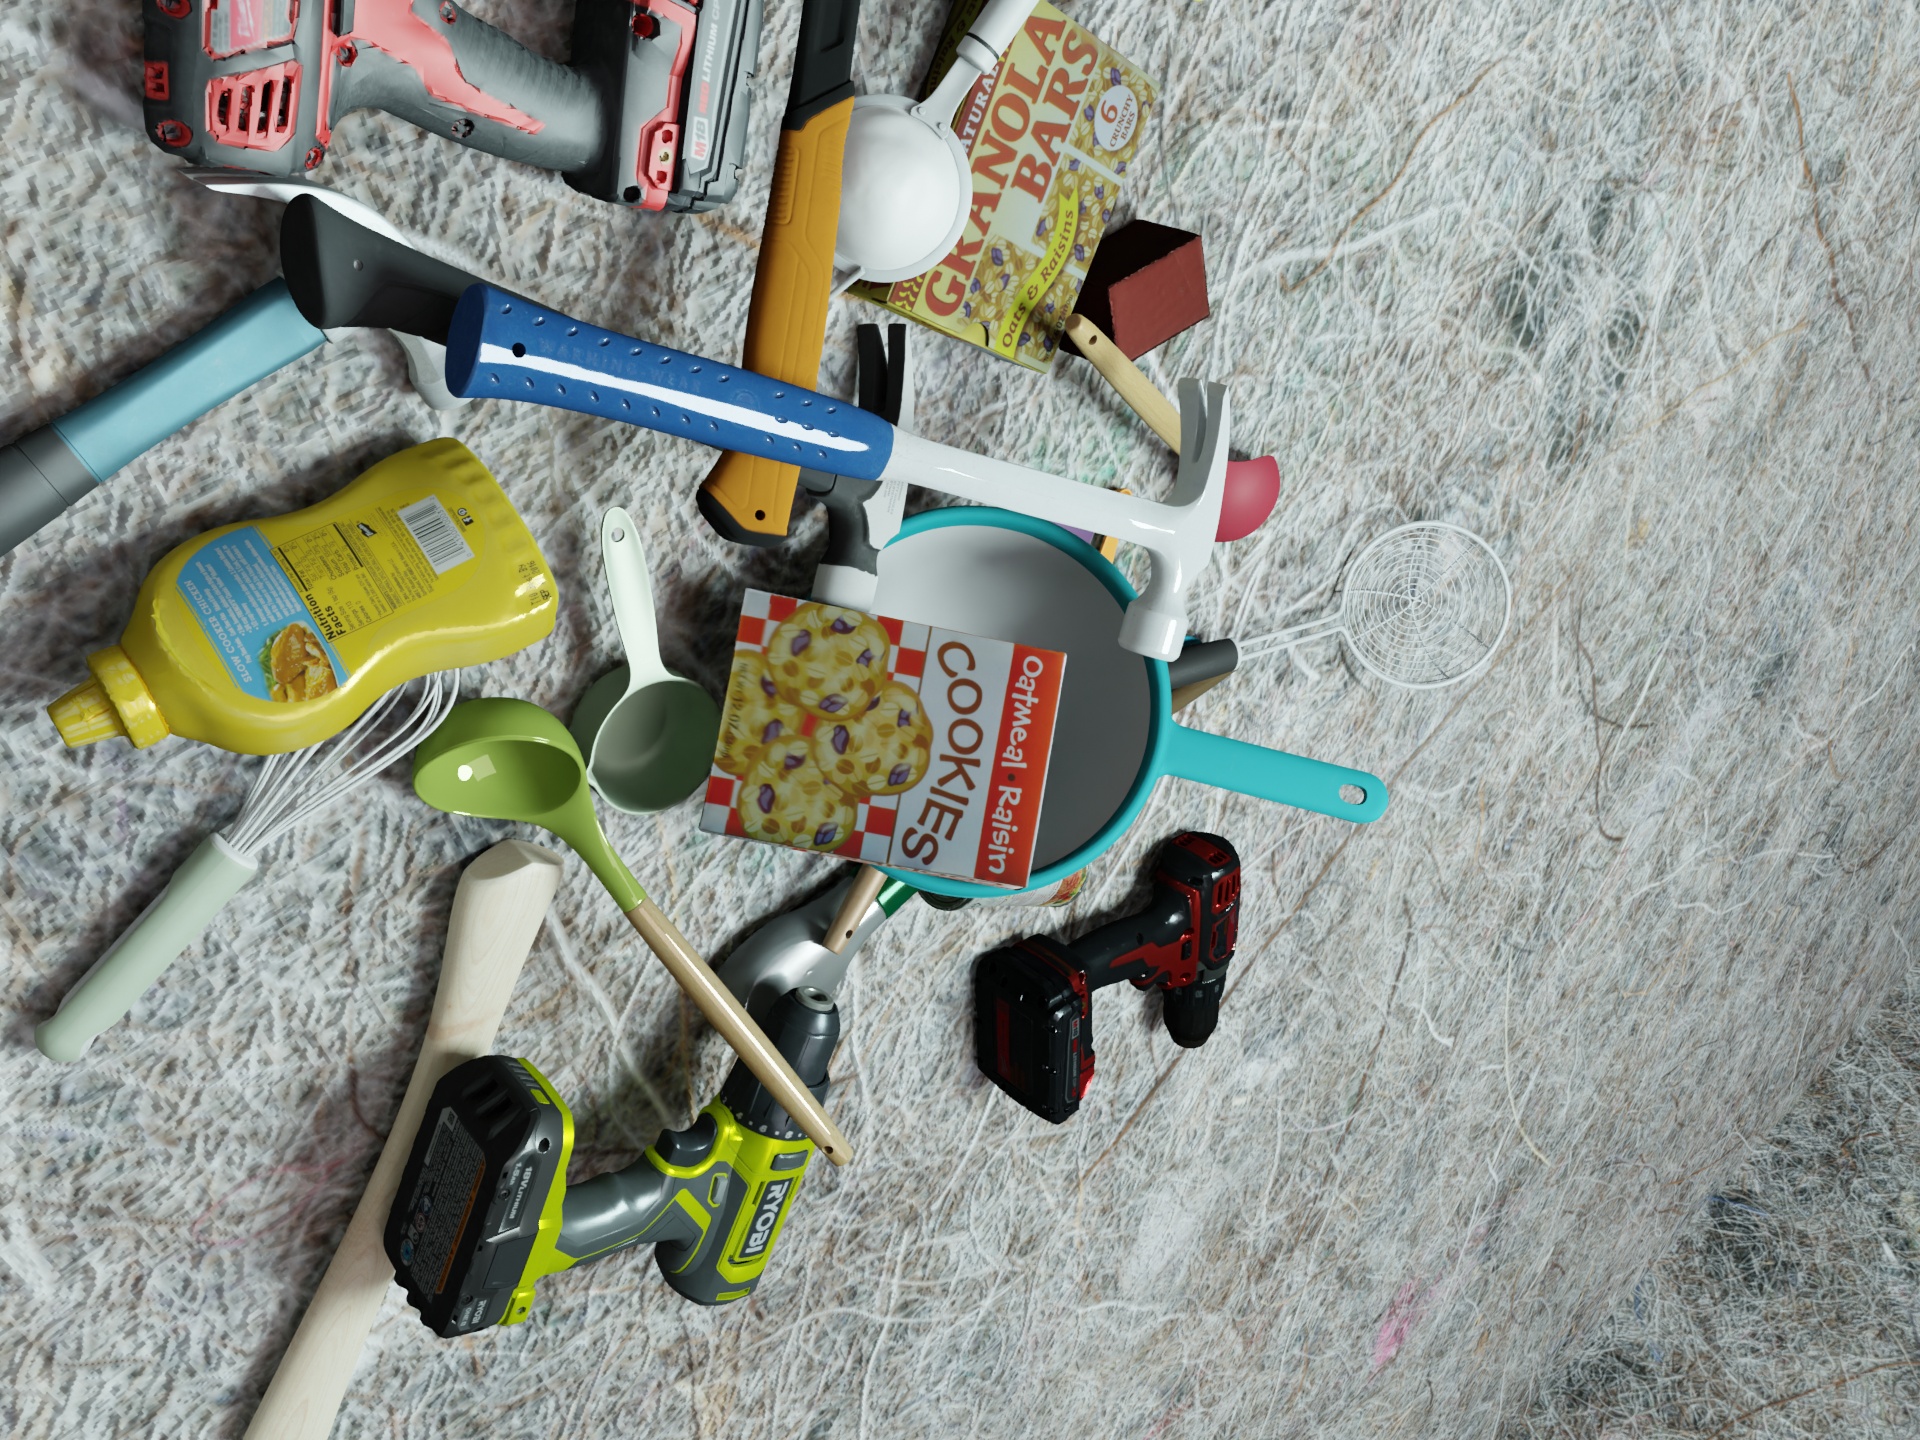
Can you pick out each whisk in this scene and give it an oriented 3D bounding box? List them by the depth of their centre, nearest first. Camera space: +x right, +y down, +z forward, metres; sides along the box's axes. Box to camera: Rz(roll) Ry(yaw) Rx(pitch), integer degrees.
[{"bbox_3d":[-0.313,0.050,0.696,0.059,0.058,0.246,42,84,-13],"label":"whisk"}]

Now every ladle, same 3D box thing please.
[{"bbox_3d":[-0.149,0.117,0.787,0.078,0.062,0.320,-26,112,23],"label":"ladle"},{"bbox_3d":[0.132,-0.170,0.948,0.069,0.031,0.315,-52,150,8],"label":"ladle"}]

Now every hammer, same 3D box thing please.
[{"bbox_3d":[-0.341,-0.090,0.592,0.331,0.033,0.128,-41,136,-19],"label":"hammer"},{"bbox_3d":[-0.059,-0.242,0.700,0.127,0.034,0.337,8,98,-24],"label":"hammer"},{"bbox_3d":[-0.139,-0.153,0.707,0.334,0.035,0.146,15,88,-50],"label":"hammer"},{"bbox_3d":[-0.026,-0.124,0.711,0.405,0.035,0.144,8,101,-39],"label":"hammer"},{"bbox_3d":[-0.291,0.254,0.835,0.146,0.038,0.410,17,101,-48],"label":"hammer"}]

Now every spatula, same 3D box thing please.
[{"bbox_3d":[-0.002,-0.003,0.950,0.059,0.018,0.316,39,76,-45],"label":"spatula"}]

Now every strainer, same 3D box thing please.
[{"bbox_3d":[0.002,-0.307,0.745,0.087,0.050,0.258,35,97,-7],"label":"strainer"},{"bbox_3d":[0.065,0.009,0.893,0.340,0.095,0.211,14,81,-7],"label":"strainer"}]

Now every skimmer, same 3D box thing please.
[{"bbox_3d":[0.251,-0.059,1.116,0.363,0.090,0.127,-16,102,-39],"label":"skimmer"}]

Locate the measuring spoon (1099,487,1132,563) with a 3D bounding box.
[{"bbox_3d":[0.085,-0.093,1.012,0.021,0.011,0.117,-10,123,-50],"label":"measuring spoon"}]

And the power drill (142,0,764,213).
[{"bbox_3d":[-0.189,-0.272,0.603,0.219,0.079,0.143,-6,116,-38],"label":"power drill"}]

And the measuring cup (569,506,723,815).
[{"bbox_3d":[-0.165,-0.032,0.789,0.083,0.038,0.167,-25,126,-32],"label":"measuring cup"}]

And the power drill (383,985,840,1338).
[{"bbox_3d":[-0.170,0.232,0.851,0.228,0.080,0.190,8,109,-47],"label":"power drill"}]

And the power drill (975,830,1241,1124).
[{"bbox_3d":[0.119,0.201,1.165,0.226,0.080,0.187,-26,129,-34],"label":"power drill"}]

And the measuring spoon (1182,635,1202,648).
[{"bbox_3d":[0.125,-0.054,1.069,0.128,0.021,0.042,0,126,-53],"label":"measuring spoon"}]

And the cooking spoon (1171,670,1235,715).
[{"bbox_3d":[0.093,0.016,1.034,0.319,0.017,0.068,-30,97,-42],"label":"cooking spoon"}]
